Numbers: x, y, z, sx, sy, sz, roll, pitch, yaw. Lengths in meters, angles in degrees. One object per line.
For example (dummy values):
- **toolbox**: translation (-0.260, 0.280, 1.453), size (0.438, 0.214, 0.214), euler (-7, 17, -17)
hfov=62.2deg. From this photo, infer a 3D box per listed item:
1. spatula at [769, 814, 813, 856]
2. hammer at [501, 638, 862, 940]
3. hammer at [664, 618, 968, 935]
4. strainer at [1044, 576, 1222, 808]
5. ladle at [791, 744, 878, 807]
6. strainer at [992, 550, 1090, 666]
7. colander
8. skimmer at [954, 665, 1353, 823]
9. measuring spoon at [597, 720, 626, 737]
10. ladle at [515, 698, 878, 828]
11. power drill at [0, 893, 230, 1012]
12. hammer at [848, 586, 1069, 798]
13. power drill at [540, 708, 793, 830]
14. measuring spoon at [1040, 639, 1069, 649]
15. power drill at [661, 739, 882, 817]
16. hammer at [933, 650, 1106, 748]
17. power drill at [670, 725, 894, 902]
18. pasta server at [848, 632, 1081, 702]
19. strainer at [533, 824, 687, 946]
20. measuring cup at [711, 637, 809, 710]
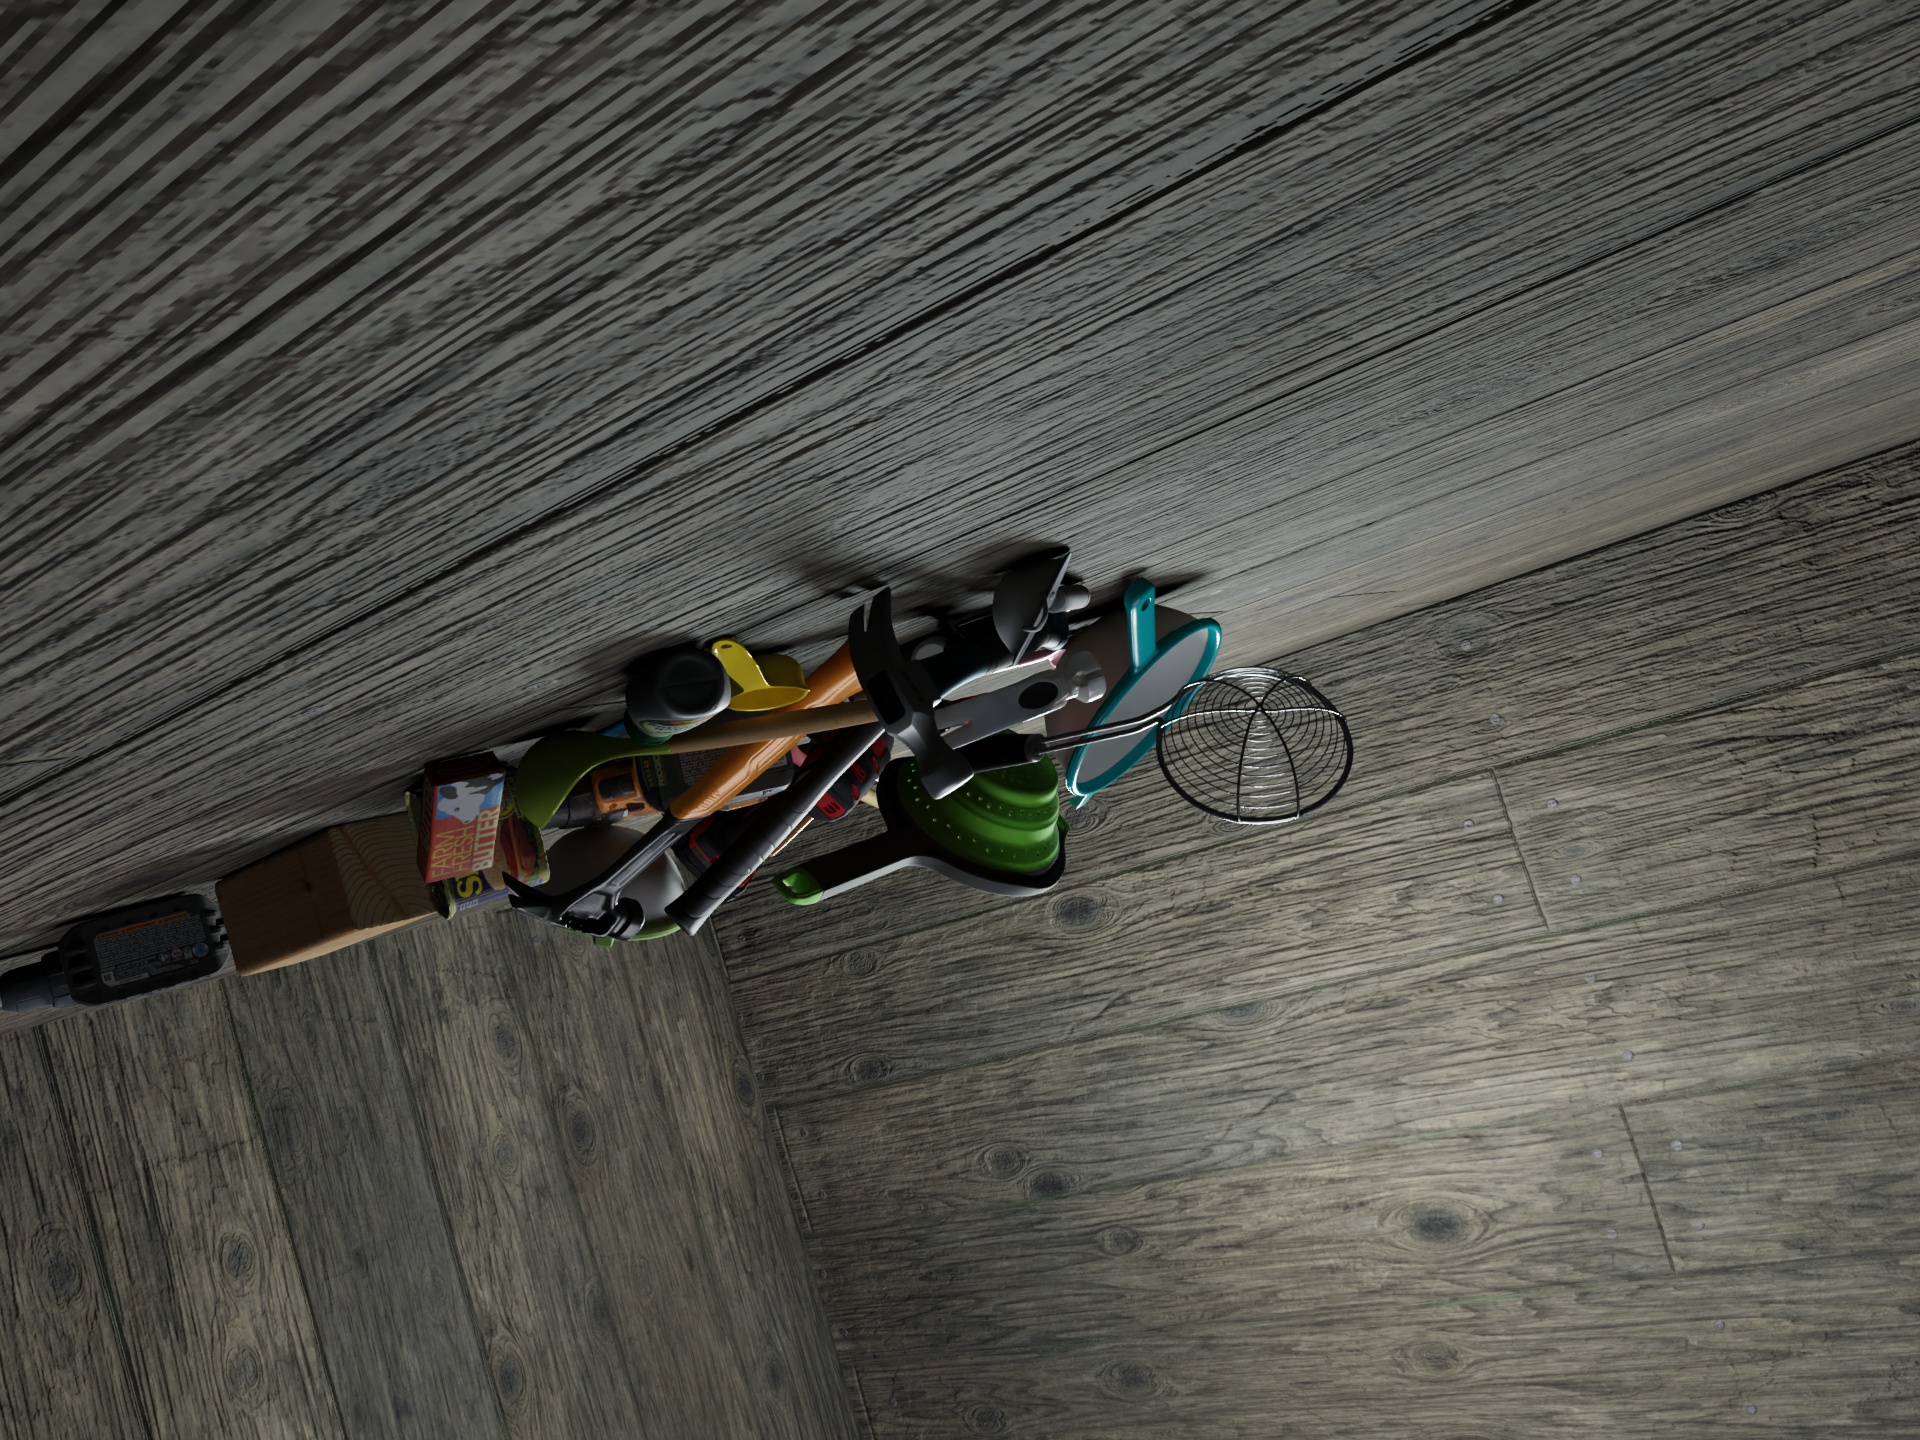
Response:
- **spatula**: translation (-0.074, 0.029, 1.571), size (0.317, 0.044, 0.082), euler (-45, -171, -21)
- **hammer**: translation (-0.190, 0.049, 1.183), size (0.337, 0.034, 0.127), euler (-40, 144, 18)
- **hammer**: translation (-0.110, 0.047, 1.214), size (0.334, 0.035, 0.146), euler (-45, -178, 15)
- **strainer**: translation (0.138, -0.062, 1.453), size (0.211, 0.095, 0.340), euler (-44, 159, -12)
- **ladle**: translation (-0.140, 0.047, 1.570), size (0.069, 0.031, 0.315), euler (-19, 157, 18)
- **strainer**: translation (0.063, -0.086, 1.136), size (0.087, 0.050, 0.258), euler (-63, 170, 11)
- **colander**: translation (-0.020, 0.083, 1.480), size (0.397, 0.205, 0.094), euler (-17, 141, -52)
- **skimmer**: translation (0.112, 0.032, 1.152), size (0.363, 0.090, 0.127), euler (-13, -143, 50)
- **measuring spoon**: translation (-0.248, 0.009, 1.216), size (0.128, 0.021, 0.042), euler (-22, 173, 40)
- **ladle**: translation (-0.174, 0.022, 1.120), size (0.320, 0.062, 0.078), euler (-9, -145, 18)
- **power drill**: translation (-0.790, 0.226, 1.489), size (0.190, 0.080, 0.228), euler (-15, 178, -36)
- **hammer**: translation (0.014, -0.044, 1.091), size (0.033, 0.128, 0.331), euler (-33, 179, 23)
- **power drill**: translation (-0.266, 0.049, 1.326), size (0.185, 0.084, 0.226), euler (-12, 178, -38)
- **measuring spoon**: translation (0.040, -0.068, 1.487), size (0.124, 0.018, 0.034), euler (-11, 180, 10)
- **power drill**: translation (-0.209, 0.058, 1.688), size (0.223, 0.080, 0.171), euler (-11, 173, -22)
- **hammer**: translation (-0.002, -0.004, 1.366), size (0.143, 0.038, 0.386), euler (-20, -178, -14)
- **power drill**: translation (-0.147, 0.062, 1.410), size (0.219, 0.078, 0.143), euler (-33, -164, 36)
- **pasta server**: translation (0.034, -0.047, 1.544), size (0.316, 0.040, 0.060), euler (-14, 166, -30)
- **strainer**: translation (-0.349, 0.113, 1.427), size (0.256, 0.069, 0.151), euler (23, -160, 27)
- **measuring cup**: translation (-0.142, -0.040, 1.061), size (0.062, 0.029, 0.156), euler (-11, 164, 3)
